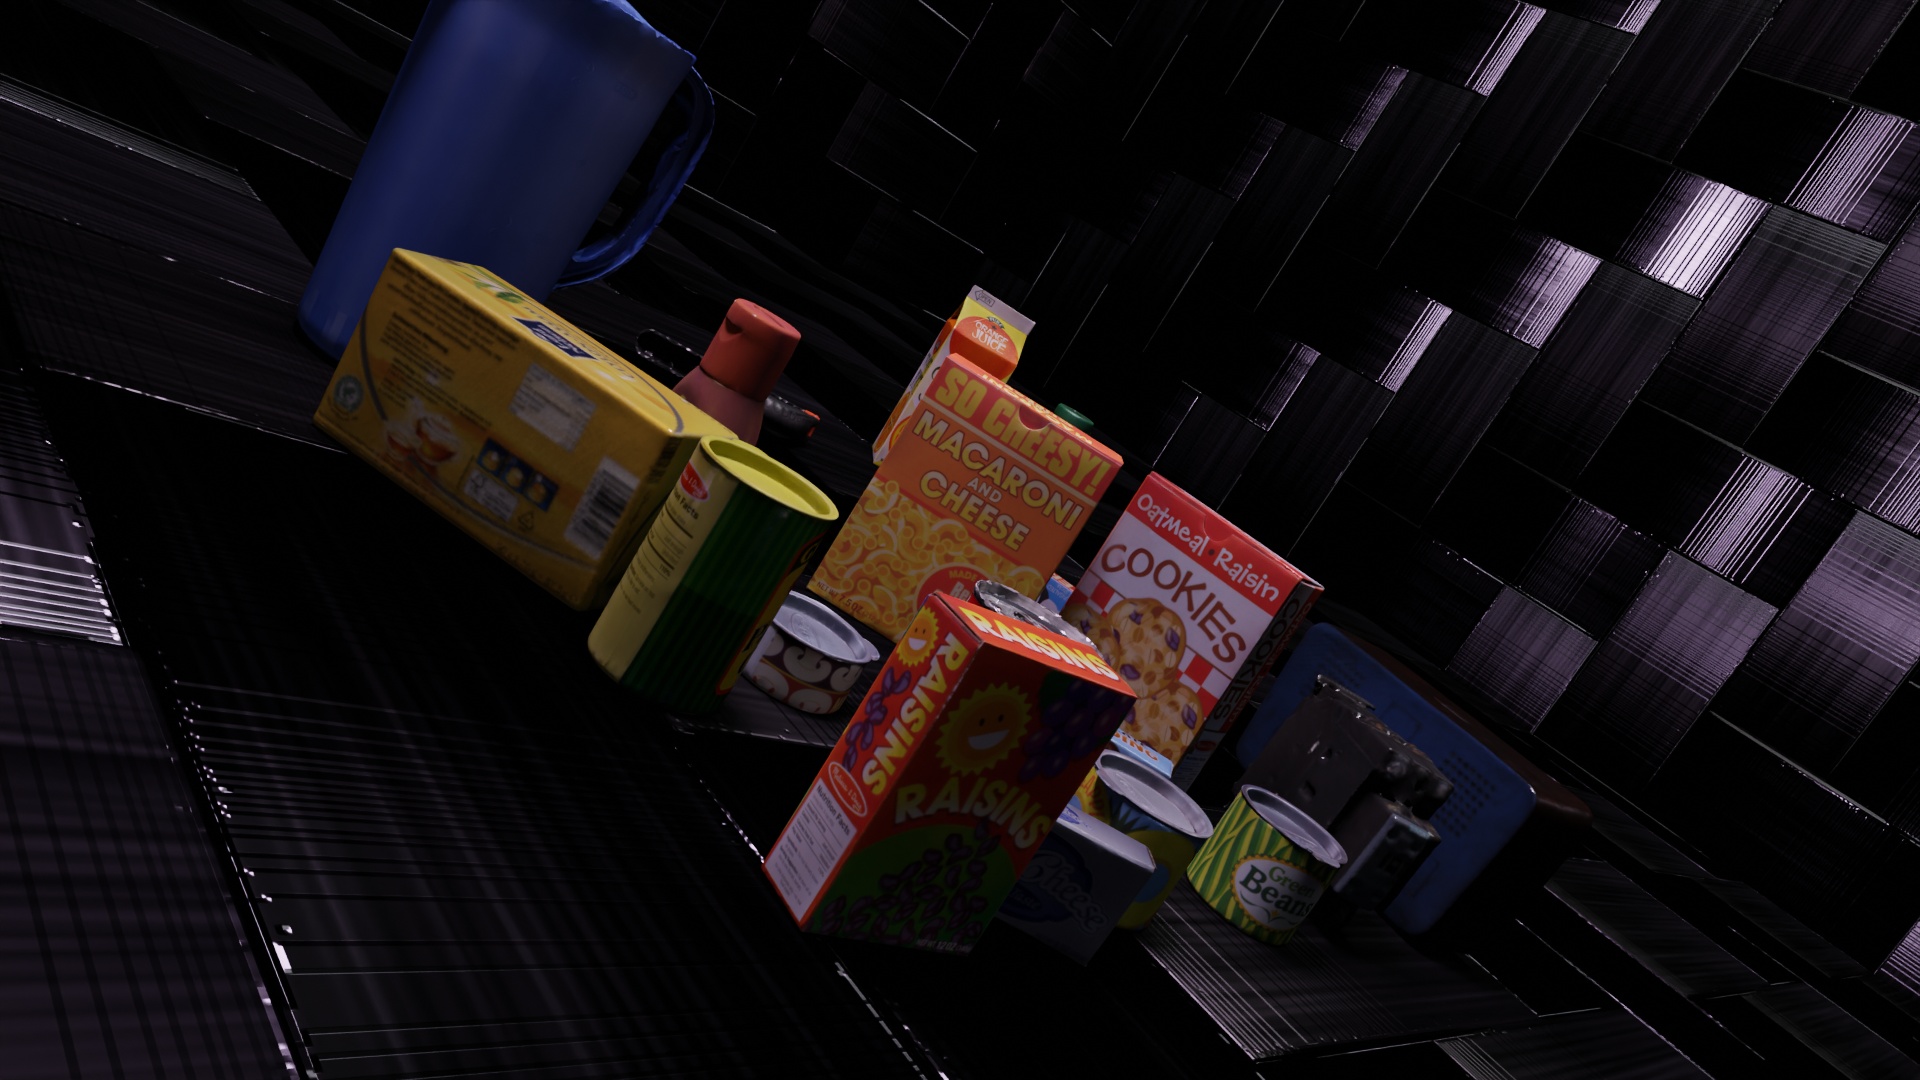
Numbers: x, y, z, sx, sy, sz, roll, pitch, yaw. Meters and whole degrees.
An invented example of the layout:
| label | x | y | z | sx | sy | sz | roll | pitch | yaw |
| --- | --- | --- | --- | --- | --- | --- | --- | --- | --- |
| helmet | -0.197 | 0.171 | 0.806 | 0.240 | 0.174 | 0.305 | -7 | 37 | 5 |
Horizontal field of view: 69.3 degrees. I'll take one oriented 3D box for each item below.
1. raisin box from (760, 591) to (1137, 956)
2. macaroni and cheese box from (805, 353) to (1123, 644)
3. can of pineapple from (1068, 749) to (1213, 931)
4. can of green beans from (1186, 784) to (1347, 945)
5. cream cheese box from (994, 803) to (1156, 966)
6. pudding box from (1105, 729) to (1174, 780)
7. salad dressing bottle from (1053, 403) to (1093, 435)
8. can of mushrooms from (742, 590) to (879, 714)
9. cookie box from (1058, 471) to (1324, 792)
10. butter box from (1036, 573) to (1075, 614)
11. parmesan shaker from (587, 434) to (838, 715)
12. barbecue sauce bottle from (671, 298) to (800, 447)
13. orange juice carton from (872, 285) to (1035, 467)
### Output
| label | x | y | z | sx | sy | sz | roll | pitch | yaw |
| --- | --- | --- | --- | --- | --- | --- | --- | --- | --- |
| raisin box | -0.003 | 0.087 | 0.507 | 0.086 | 0.123 | 0.040 | 23 | 14 | -39 |
| macaroni and cheese box | 0.003 | -0.011 | 0.841 | 0.124 | 0.166 | 0.040 | 32 | 10 | -1 |
| can of pineapple | 0.075 | 0.141 | 0.657 | 0.071 | 0.057 | 0.071 | 31 | 11 | -6 |
| can of green beans | 0.164 | 0.175 | 0.749 | 0.071 | 0.057 | 0.071 | 31 | 11 | -6 |
| cream cheese box | 0.023 | 0.130 | 0.577 | 0.104 | 0.053 | 0.024 | 30 | 11 | -9 |
| pudding box | 0.068 | 0.120 | 0.749 | 0.084 | 0.049 | 0.030 | 33 | 11 | 6 |
| salad dressing bottle | 0.065 | -0.051 | 1.234 | 0.044 | 0.147 | 0.064 | 30 | 11 | -13 |
| can of mushrooms | -0.078 | 0.055 | 0.684 | 0.071 | 0.033 | 0.071 | 31 | 11 | -6 |
| cookie box | 0.122 | 0.061 | 0.846 | 0.123 | 0.167 | 0.040 | 39 | 13 | 34 |
| butter box | 0.086 | 0.069 | 1.015 | 0.103 | 0.053 | 0.024 | 35 | 11 | 15 |
| parmesan shaker | -0.107 | 0.014 | 0.599 | 0.071 | 0.103 | 0.071 | 31 | 11 | -6 |
| barbecue sauce bottle | -0.130 | -0.046 | 0.684 | 0.043 | 0.148 | 0.065 | 20 | 15 | -47 |
| orange juice carton | -0.007 | -0.145 | 1.334 | 0.072 | 0.192 | 0.073 | 30 | 11 | -12 |
